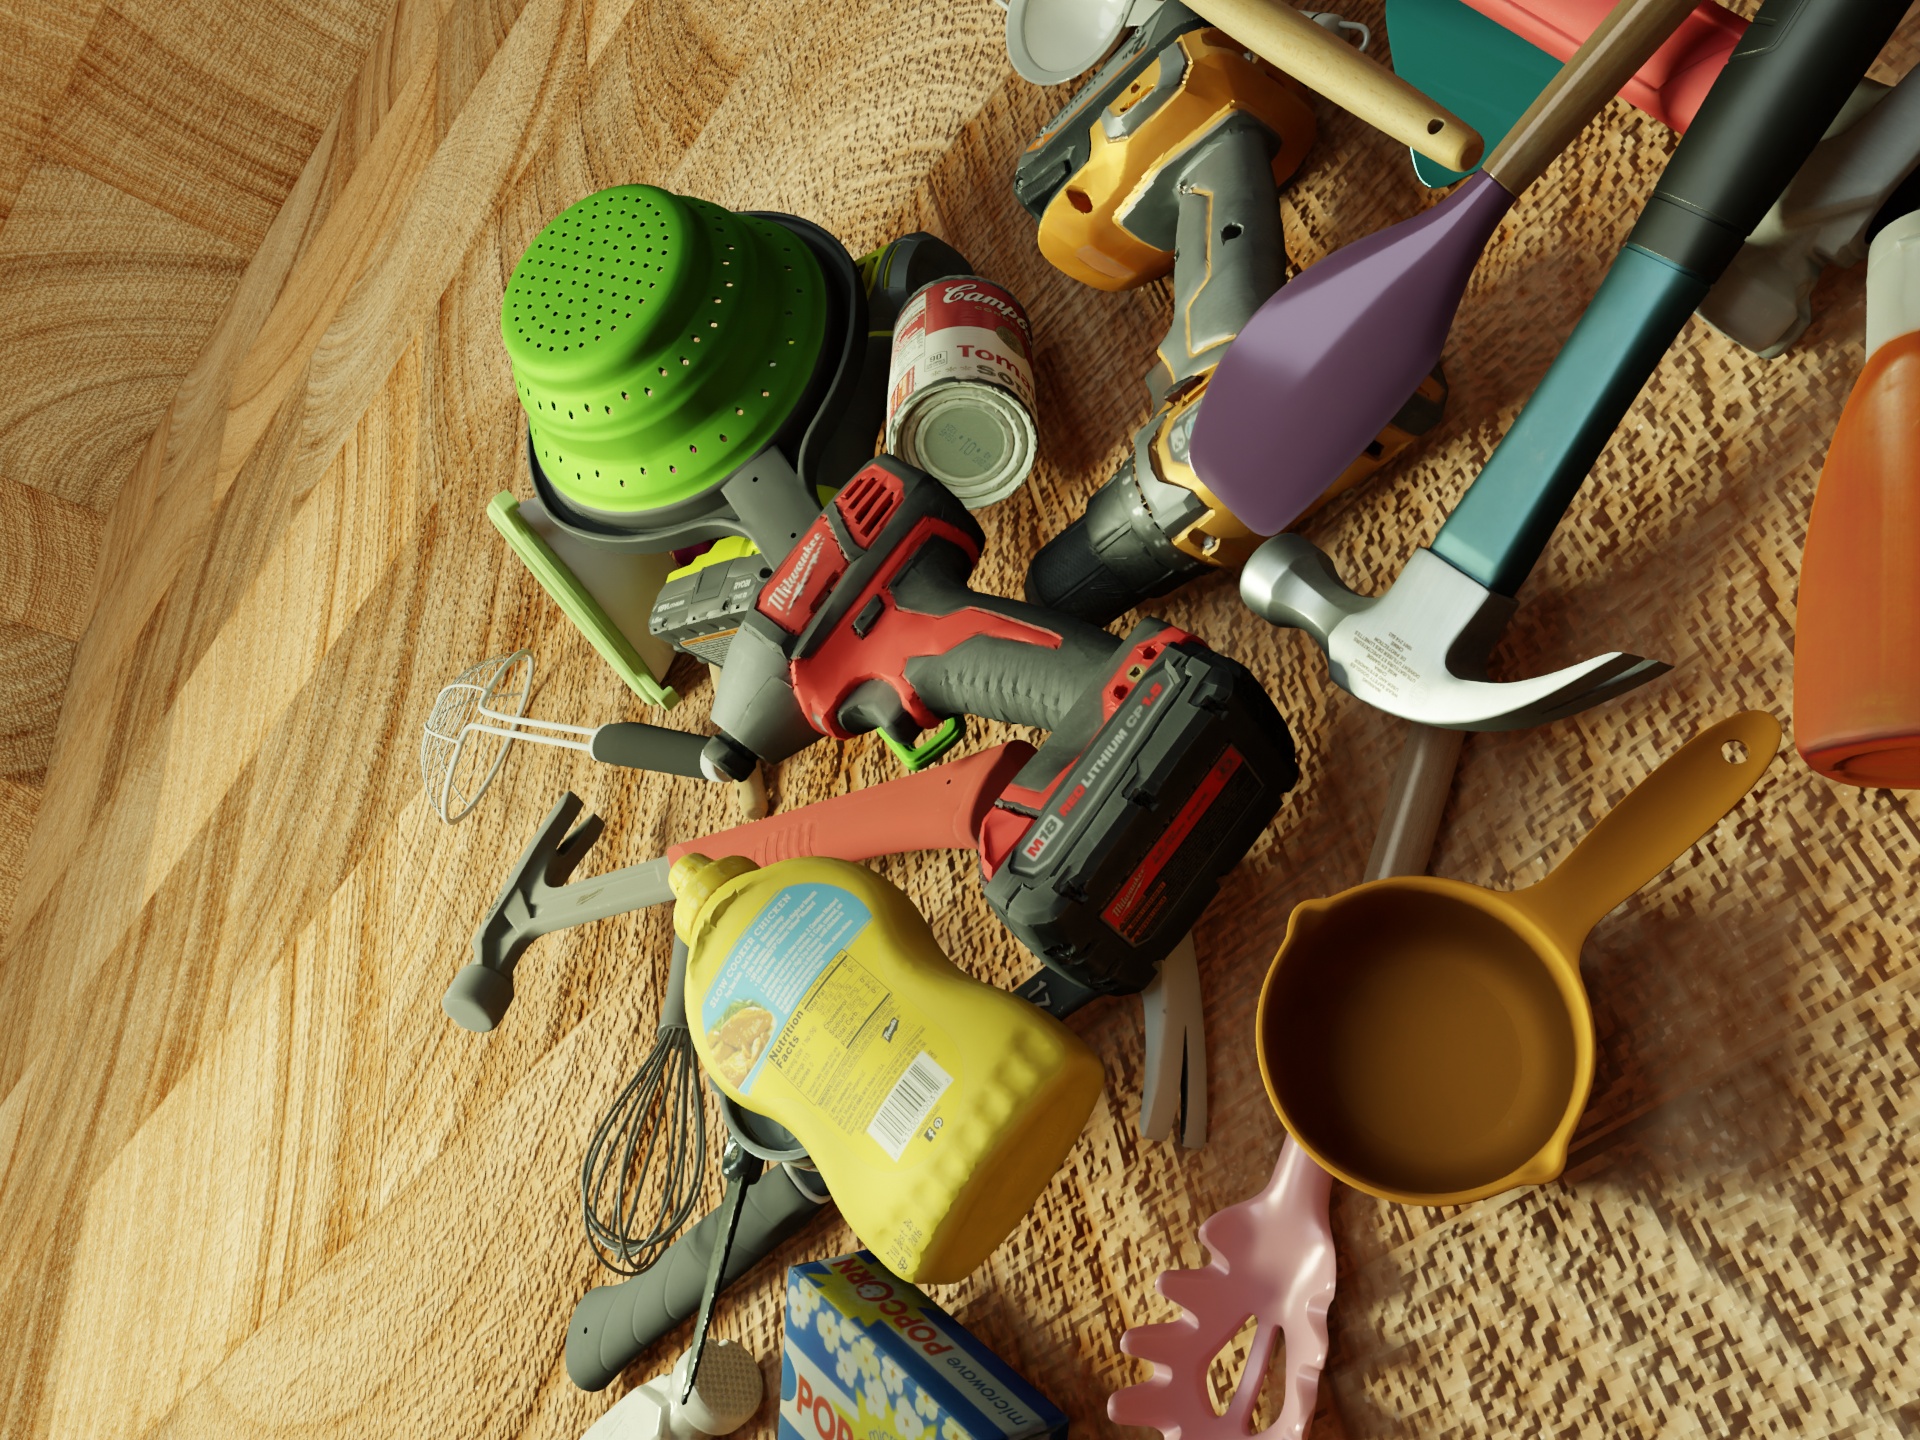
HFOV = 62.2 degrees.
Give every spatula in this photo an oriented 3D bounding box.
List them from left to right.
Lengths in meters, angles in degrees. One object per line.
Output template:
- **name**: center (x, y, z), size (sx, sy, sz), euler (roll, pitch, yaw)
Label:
- **spatula**: center (0.183, -0.362, 0.616), size (0.082, 0.044, 0.318), euler (-24, 61, 46)
- **spatula**: center (0.180, -0.185, 0.480), size (0.060, 0.018, 0.316), euler (49, 118, 14)

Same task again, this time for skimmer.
- **skimmer**: center (-0.226, 0.020, 0.967), size (0.363, 0.090, 0.127), euler (6, 68, 46)

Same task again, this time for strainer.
- **strainer**: center (-0.221, -0.091, 0.993), size (0.069, 0.151, 0.256), euler (-40, 15, -9)
- **strainer**: center (0.098, -0.329, 0.747), size (0.259, 0.050, 0.087), euler (38, 108, 47)

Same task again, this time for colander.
- **colander**: center (-0.116, -0.136, 0.736), size (0.204, 0.094, 0.398), euler (-39, 56, 6)

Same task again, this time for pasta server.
- **pasta server**: center (0.121, 0.085, 0.495), size (0.060, 0.040, 0.316), euler (14, 81, 35)

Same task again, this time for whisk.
- **whisk**: center (-0.135, 0.147, 0.752), size (0.055, 0.055, 0.239), euler (-39, 29, 33)

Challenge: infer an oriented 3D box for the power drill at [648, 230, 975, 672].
- **power drill**: center (-0.083, -0.137, 0.848), size (0.171, 0.080, 0.223), euler (-8, 62, 49)

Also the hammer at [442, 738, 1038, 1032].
- **hammer**: center (-0.106, 0.060, 0.761), size (0.359, 0.036, 0.149), euler (-18, 35, 36)

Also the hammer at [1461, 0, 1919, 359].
- **hammer**: center (0.176, -0.284, 0.540), size (0.143, 0.038, 0.387), euler (-55, 51, 25)

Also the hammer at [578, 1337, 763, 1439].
- **hammer**: center (-0.096, 0.453, 0.577), size (0.146, 0.038, 0.411), euler (-47, 40, 27)

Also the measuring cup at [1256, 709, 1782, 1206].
- **measuring cup**: center (0.161, 0.064, 0.447), size (0.173, 0.052, 0.095), euler (-41, 65, -2)

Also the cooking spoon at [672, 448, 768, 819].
- **cooking spoon**: center (-0.144, -0.064, 0.930), size (0.319, 0.017, 0.068), euler (-109, 32, -42)

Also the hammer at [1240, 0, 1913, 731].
- **hammer**: center (0.203, -0.140, 0.442), size (0.128, 0.033, 0.331), euler (46, 118, 40)

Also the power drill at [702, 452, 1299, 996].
- **power drill**: center (-0.001, -0.002, 0.584), size (0.220, 0.078, 0.143), euler (34, 84, 39)

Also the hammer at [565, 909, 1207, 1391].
- **hammer**: center (-0.051, 0.188, 0.664), size (0.409, 0.036, 0.149), euler (-44, 43, 30)

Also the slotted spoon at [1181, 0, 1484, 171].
- **slotted spoon**: center (0.089, -0.280, 0.607), size (0.070, 0.031, 0.314), euler (-50, 51, 16)

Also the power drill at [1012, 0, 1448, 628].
- **power drill**: center (0.083, -0.156, 0.643), size (0.185, 0.084, 0.226), euler (-37, 50, 38)
